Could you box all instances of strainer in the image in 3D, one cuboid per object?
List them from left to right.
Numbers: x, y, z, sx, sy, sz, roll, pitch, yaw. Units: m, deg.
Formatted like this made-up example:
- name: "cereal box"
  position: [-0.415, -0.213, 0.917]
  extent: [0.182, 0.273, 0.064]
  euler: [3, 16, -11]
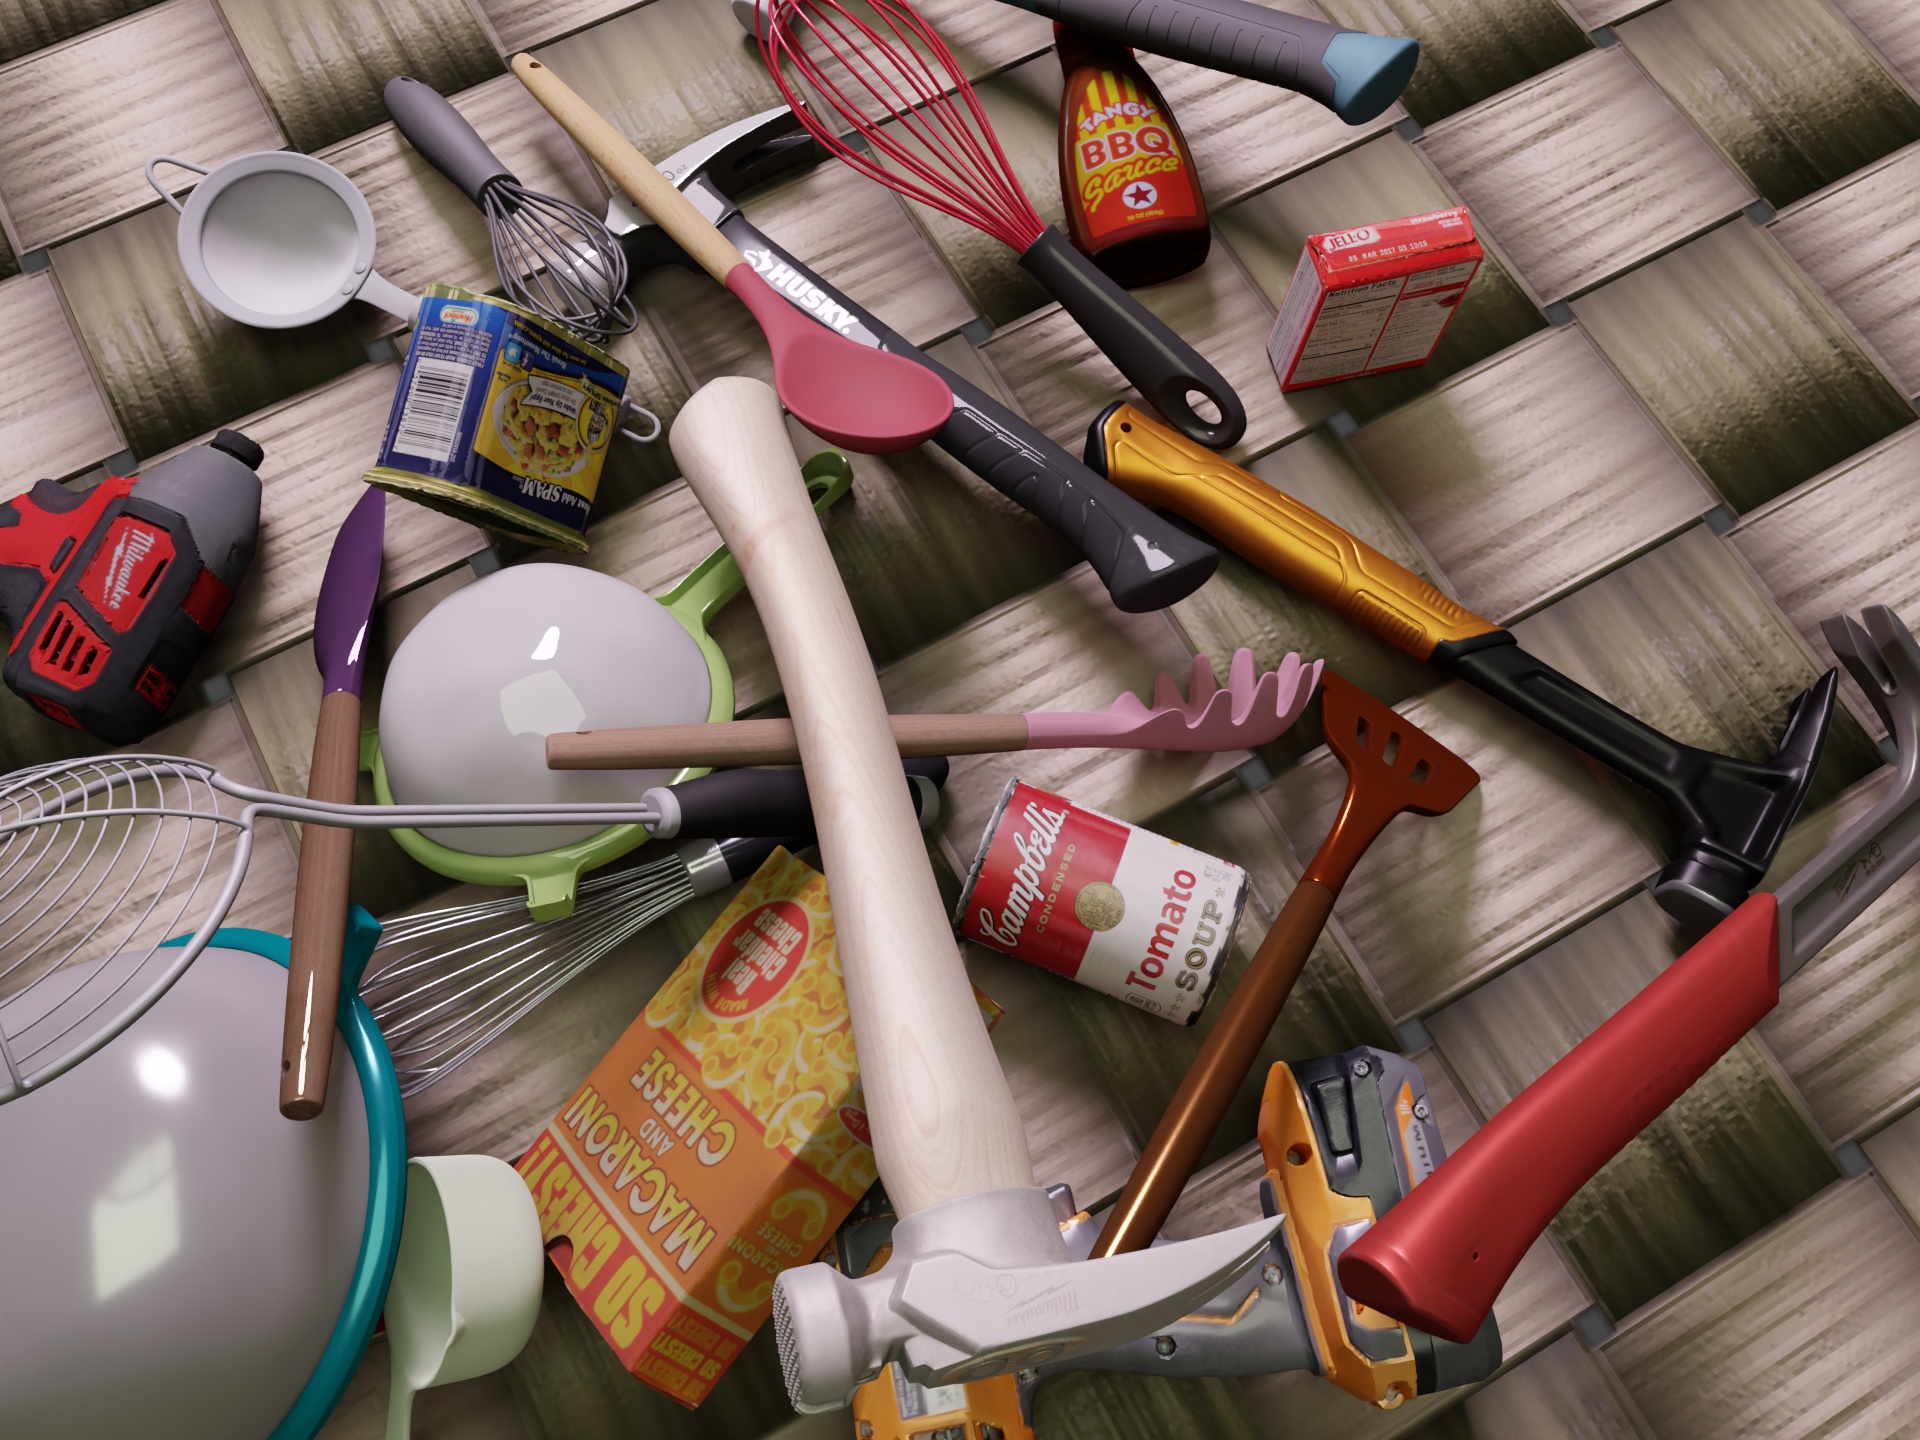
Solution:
- name: "strainer"
  position: [-0.291, 0.223, 0.508]
  extent: [0.211, 0.095, 0.341]
  euler: [-17, 63, 18]
- name: "strainer"
  position: [-0.253, -0.188, 0.734]
  extent: [0.258, 0.050, 0.087]
  euler: [27, 78, 3]
- name: "strainer"
  position: [-0.137, -0.048, 0.651]
  extent: [0.152, 0.069, 0.256]
  euler: [28, 62, 30]

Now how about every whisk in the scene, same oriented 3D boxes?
- name: "whisk"
  position: [-0.214, -0.239, 0.725]
  extent: [0.055, 0.055, 0.239]
  euler: [-34, 56, -12]
- name: "whisk"
  position: [-0.132, 0.071, 0.634]
  extent: [0.284, 0.070, 0.070]
  euler: [-24, 72, -14]
- name: "whisk"
  position: [0.020, -0.228, 0.715]
  extent: [0.296, 0.073, 0.073]
  euler: [43, 74, -5]

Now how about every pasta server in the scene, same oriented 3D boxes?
- name: "pasta server"
  position: [-0.001, -0.002, 0.627]
  extent: [0.316, 0.060, 0.040]
  euler: [-2, 100, -19]

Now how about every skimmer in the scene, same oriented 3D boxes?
- name: "skimmer"
  position: [-0.162, 0.058, 0.535]
  extent: [0.363, 0.090, 0.127]
  euler: [1, 23, -40]

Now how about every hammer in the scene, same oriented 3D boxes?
- name: "hammer"
  position: [-0.029, 0.018, 0.557]
  extent: [0.146, 0.038, 0.411]
  euler: [-7, 51, -16]
- name: "hammer"
  position: [-0.023, -0.158, 0.710]
  extent: [0.335, 0.035, 0.146]
  euler: [39, 74, 19]
- name: "hammer"
  position: [0.053, -0.344, 0.755]
  extent: [0.331, 0.033, 0.128]
  euler: [26, 79, 22]
- name: "hammer"
  position: [0.204, -0.050, 0.690]
  extent: [0.337, 0.034, 0.127]
  euler: [32, 69, 11]
- name: "hammer"
  position: [0.267, 0.094, 0.578]
  extent: [0.359, 0.036, 0.149]
  euler: [-29, 91, -25]

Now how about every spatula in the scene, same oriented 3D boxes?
- name: "spatula"
  position: [-0.237, 0.013, 0.600]
  extent: [0.059, 0.018, 0.316]
  euler: [-44, 40, 24]
- name: "spatula"
  position: [0.116, 0.084, 0.576]
  extent: [0.081, 0.041, 0.323]
  euler: [35, 52, 6]

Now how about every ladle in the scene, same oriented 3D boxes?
- name: "ladle"
  position: [-0.115, -0.213, 0.708]
  extent: [0.069, 0.031, 0.316]
  euler: [-27, 62, -33]

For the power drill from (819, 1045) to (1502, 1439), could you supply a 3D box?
- name: "power drill"
  position: [0.060, 0.179, 0.587]
  extent: [0.226, 0.084, 0.185]
  euler: [-12, 69, 0]

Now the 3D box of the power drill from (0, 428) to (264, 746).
- name: "power drill"
  position: [-0.413, -0.090, 0.678]
  extent: [0.219, 0.078, 0.143]
  euler: [22, 71, 4]

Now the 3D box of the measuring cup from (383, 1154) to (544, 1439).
- name: "measuring cup"
  position: [-0.180, 0.235, 0.564]
  extent: [0.038, 0.083, 0.167]
  euler: [2, 101, -36]
